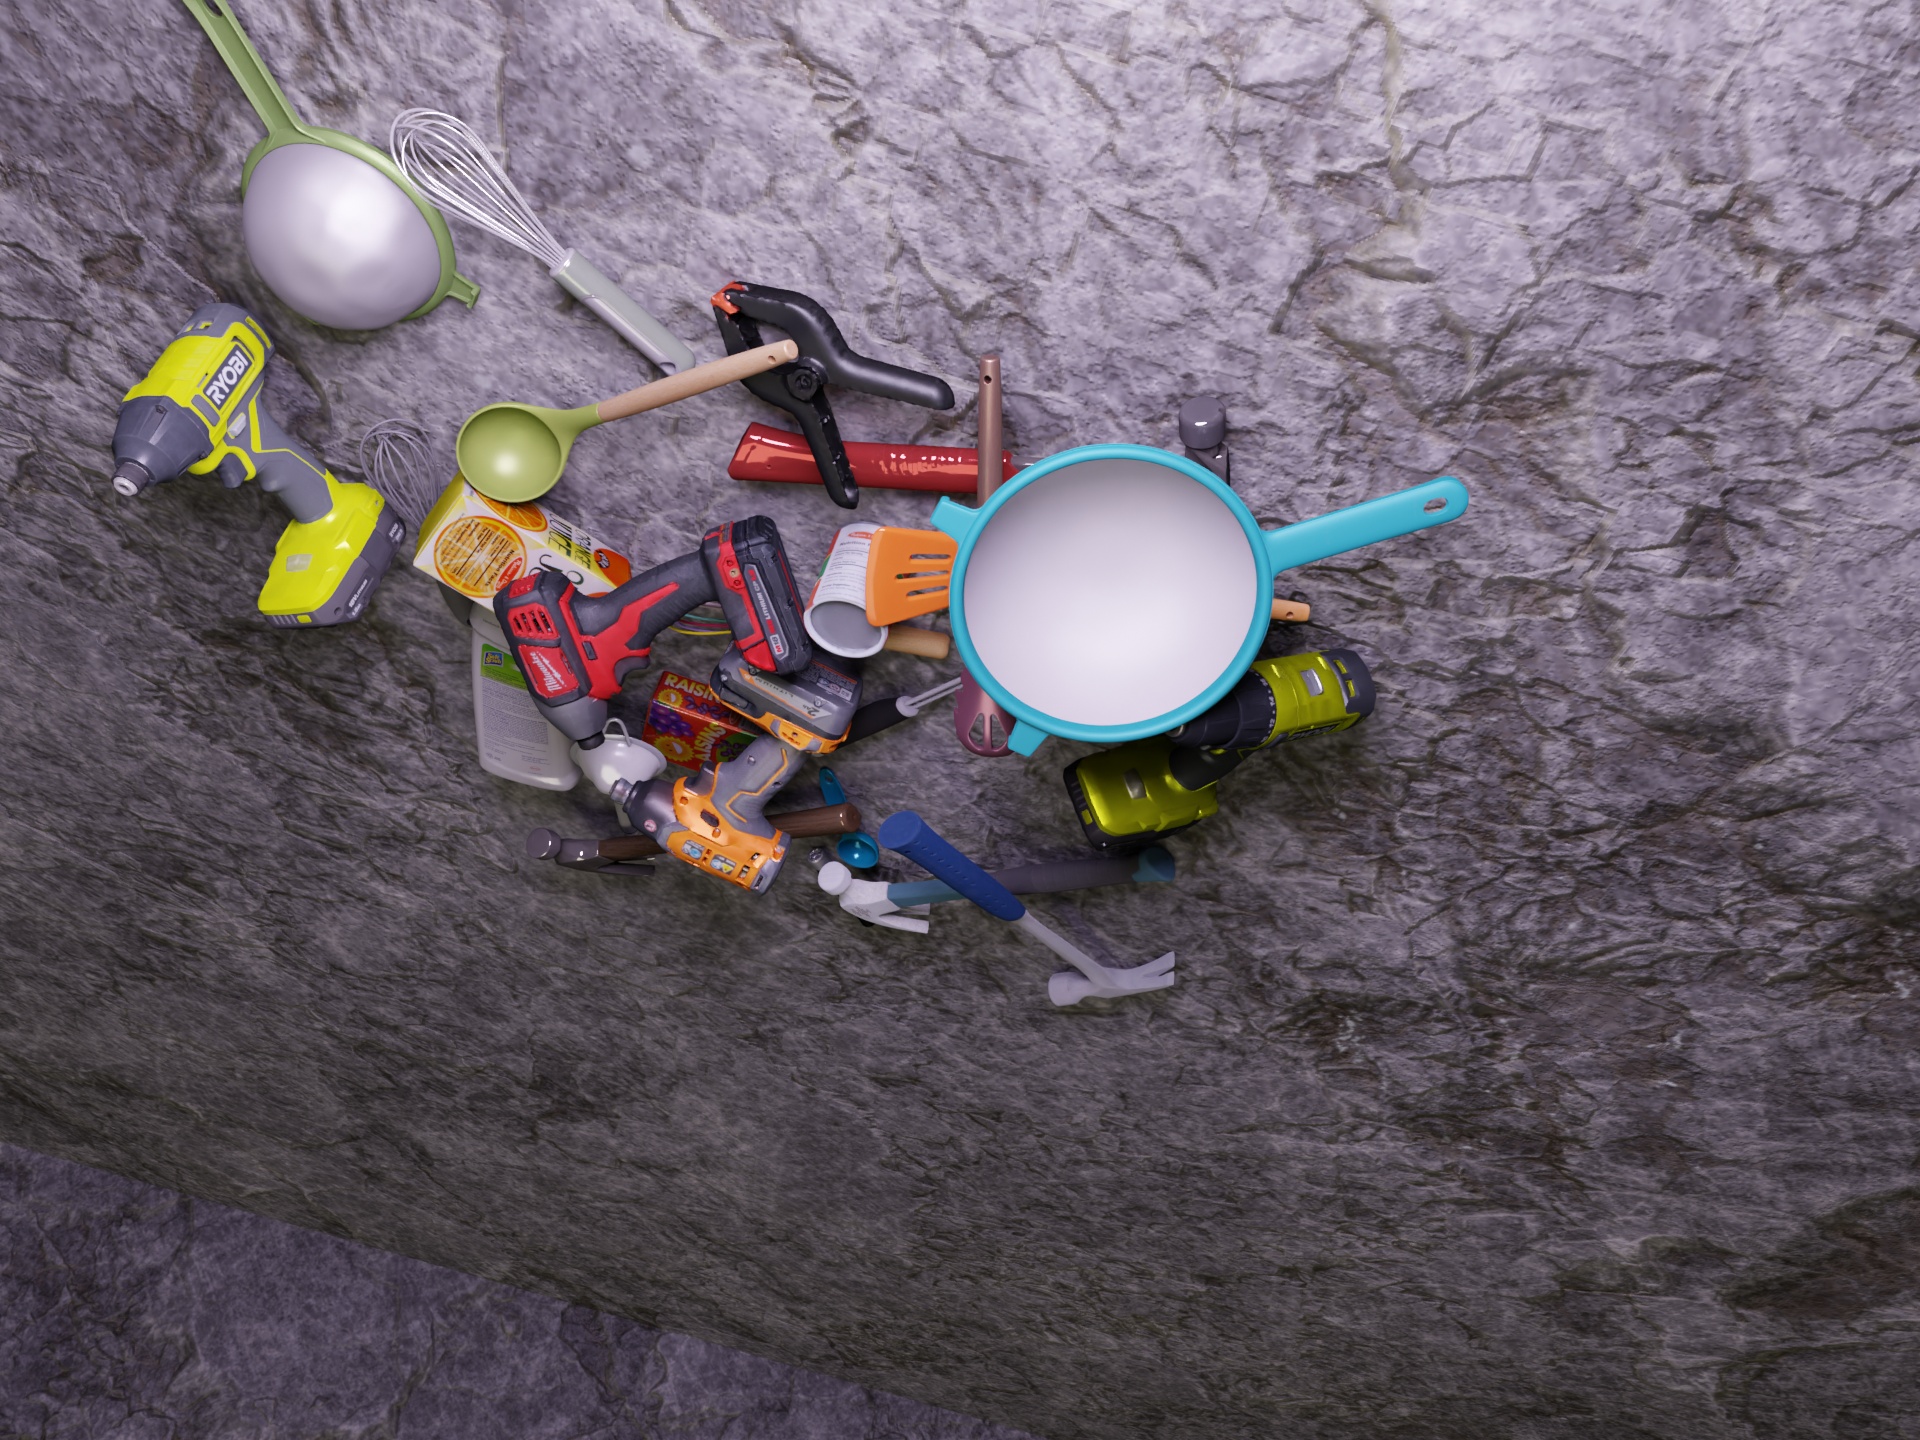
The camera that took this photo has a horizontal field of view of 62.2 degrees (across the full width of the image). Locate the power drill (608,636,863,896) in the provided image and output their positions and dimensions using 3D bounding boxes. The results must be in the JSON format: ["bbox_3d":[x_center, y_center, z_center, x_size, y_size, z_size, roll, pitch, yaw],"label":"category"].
[{"bbox_3d":[-0.195,0.033,1.356,0.164,0.084,0.226,26,119,-7],"label":"power drill"}]

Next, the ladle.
[{"bbox_3d":[-0.238,-0.214,1.113,0.320,0.062,0.078,-7,131,38],"label":"ladle"}]

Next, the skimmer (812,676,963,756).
[{"bbox_3d":[-0.002,-0.004,1.294,0.363,0.090,0.127,-22,146,39],"label":"skimmer"}]

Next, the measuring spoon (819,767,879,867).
[{"bbox_3d":[-0.107,0.088,1.508,0.042,0.021,0.128,-2,129,21],"label":"measuring spoon"}]

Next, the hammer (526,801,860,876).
[{"bbox_3d":[-0.246,0.113,1.532,0.331,0.031,0.130,-9,161,24],"label":"hammer"}]

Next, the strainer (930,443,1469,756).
[{"bbox_3d":[0.159,-0.115,1.063,0.340,0.095,0.210,-16,116,8],"label":"strainer"}]

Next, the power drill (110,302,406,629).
[{"bbox_3d":[-0.534,-0.177,1.205,0.080,0.171,0.223,-2,142,22],"label":"power drill"}]

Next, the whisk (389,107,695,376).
[{"bbox_3d":[-0.271,-0.308,1.053,0.058,0.059,0.246,-10,141,46],"label":"whisk"}]

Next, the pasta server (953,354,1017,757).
[{"bbox_3d":[0.021,-0.104,1.122,0.060,0.040,0.316,4,120,7],"label":"pasta server"}]

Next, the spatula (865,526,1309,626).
[{"bbox_3d":[0.093,-0.093,1.156,0.322,0.041,0.081,7,122,1],"label":"spatula"}]

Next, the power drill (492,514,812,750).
[{"bbox_3d":[-0.231,-0.065,1.218,0.219,0.079,0.143,-16,114,1],"label":"power drill"}]

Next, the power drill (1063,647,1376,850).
[{"bbox_3d":[0.180,0.021,1.214,0.190,0.080,0.228,-10,161,-36],"label":"power drill"}]

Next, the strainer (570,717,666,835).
[{"bbox_3d":[-0.318,0.068,1.498,0.087,0.050,0.258,6,157,-5],"label":"strainer"}]

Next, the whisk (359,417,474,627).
[{"bbox_3d":[-0.430,-0.154,1.298,0.055,0.055,0.238,8,146,9],"label":"whisk"}]

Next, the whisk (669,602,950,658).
[{"bbox_3d":[-0.130,-0.078,1.289,0.245,0.047,0.051,11,140,1],"label":"whisk"}]

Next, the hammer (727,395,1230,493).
[{"bbox_3d":[0.010,-0.171,1.133,0.359,0.037,0.149,5,140,12],"label":"hammer"}]

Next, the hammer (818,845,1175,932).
[{"bbox_3d":[0.039,0.154,1.505,0.331,0.033,0.128,-9,149,23],"label":"hammer"}]

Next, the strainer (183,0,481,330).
[{"bbox_3d":[-0.439,-0.351,1.038,0.151,0.069,0.256,0,140,19],"label":"strainer"}]

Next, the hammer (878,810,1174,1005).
[{"bbox_3d":[0.060,0.181,1.480,0.144,0.035,0.405,-14,146,29],"label":"hammer"}]
